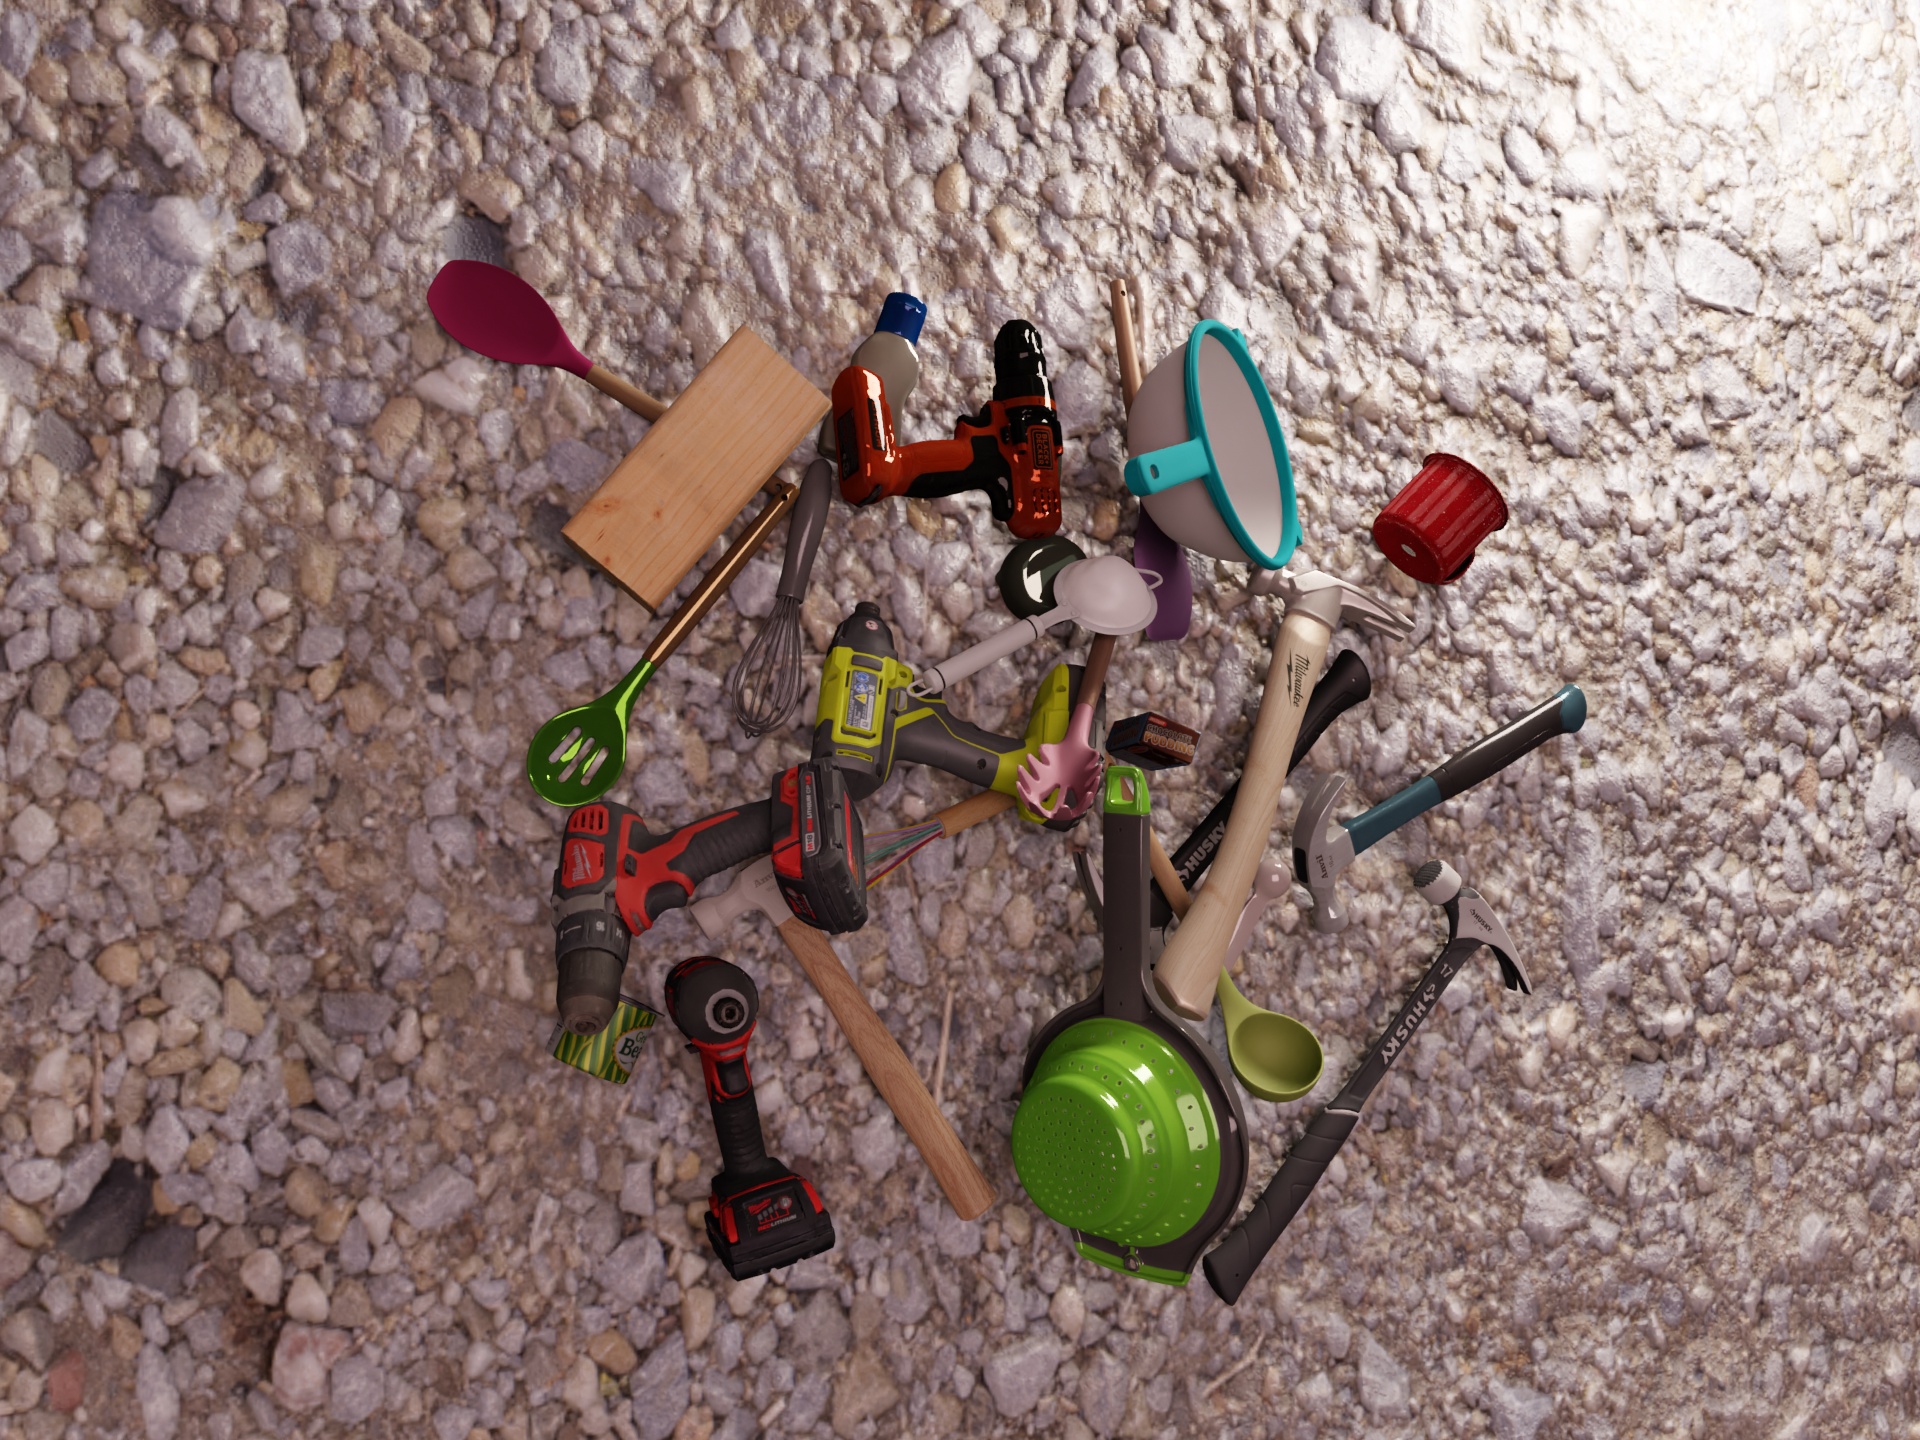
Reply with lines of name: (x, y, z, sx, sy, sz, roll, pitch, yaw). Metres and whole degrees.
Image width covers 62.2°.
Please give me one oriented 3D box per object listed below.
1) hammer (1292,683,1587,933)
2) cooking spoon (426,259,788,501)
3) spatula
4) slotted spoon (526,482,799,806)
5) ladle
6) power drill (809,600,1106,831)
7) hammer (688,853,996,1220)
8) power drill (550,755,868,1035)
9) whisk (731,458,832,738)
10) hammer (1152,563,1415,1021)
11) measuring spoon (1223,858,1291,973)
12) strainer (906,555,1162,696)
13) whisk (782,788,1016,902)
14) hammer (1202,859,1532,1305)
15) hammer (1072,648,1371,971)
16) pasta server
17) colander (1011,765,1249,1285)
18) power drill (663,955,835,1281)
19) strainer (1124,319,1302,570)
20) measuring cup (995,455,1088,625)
hammer: (0.426, 0.056, 1.400, 0.331, 0.033, 0.128, -27, 110, -19)
cooking spoon: (-0.270, -0.260, 1.254, 0.318, 0.017, 0.069, 31, 83, -10)
spatula: (0.159, -0.225, 1.370, 0.059, 0.018, 0.316, -7, 86, -32)
slotted spoon: (-0.224, -0.063, 1.236, 0.070, 0.031, 0.314, 38, 78, -4)
ladle: (0.195, 0.164, 1.287, 0.078, 0.062, 0.320, -29, 91, -30)
power drill: (-0.002, -0.004, 1.260, 0.223, 0.080, 0.171, 13, 55, -12)
hammer: (-0.070, 0.248, 1.253, 0.130, 0.031, 0.331, -34, 94, -15)
power drill: (-0.185, 0.125, 1.138, 0.226, 0.080, 0.188, -12, 45, 5)
whisk: (-0.137, -0.099, 1.261, 0.055, 0.055, 0.239, 16, 76, -14)
hammer: (0.254, 0.056, 1.302, 0.146, 0.038, 0.411, 23, 66, 0)
measuring spoon: (0.246, 0.172, 1.355, 0.034, 0.018, 0.124, 35, 77, -10)
strainer: (0.065, -0.077, 1.256, 0.258, 0.050, 0.087, -29, 60, -24)
whisk: (-0.036, 0.088, 1.252, 0.245, 0.051, 0.047, -23, 69, -30)
hammer: (0.339, 0.320, 1.354, 0.149, 0.036, 0.409, 43, 77, -16)
hammer: (0.237, 0.064, 1.354, 0.146, 0.035, 0.335, 45, 75, -8)
pasta server: (0.102, -0.032, 1.244, 0.060, 0.040, 0.316, 8, 44, 13)
colander: (0.105, 0.235, 1.193, 0.094, 0.204, 0.397, -4, 95, -50)
power drill: (-0.162, 0.284, 1.167, 0.078, 0.143, 0.219, -14, 91, -19)
strainer: (0.168, -0.201, 1.263, 0.340, 0.095, 0.211, -28, 102, -59)
measuring cup: (0.076, -0.163, 1.329, 0.083, 0.038, 0.167, 5, 85, -15)
